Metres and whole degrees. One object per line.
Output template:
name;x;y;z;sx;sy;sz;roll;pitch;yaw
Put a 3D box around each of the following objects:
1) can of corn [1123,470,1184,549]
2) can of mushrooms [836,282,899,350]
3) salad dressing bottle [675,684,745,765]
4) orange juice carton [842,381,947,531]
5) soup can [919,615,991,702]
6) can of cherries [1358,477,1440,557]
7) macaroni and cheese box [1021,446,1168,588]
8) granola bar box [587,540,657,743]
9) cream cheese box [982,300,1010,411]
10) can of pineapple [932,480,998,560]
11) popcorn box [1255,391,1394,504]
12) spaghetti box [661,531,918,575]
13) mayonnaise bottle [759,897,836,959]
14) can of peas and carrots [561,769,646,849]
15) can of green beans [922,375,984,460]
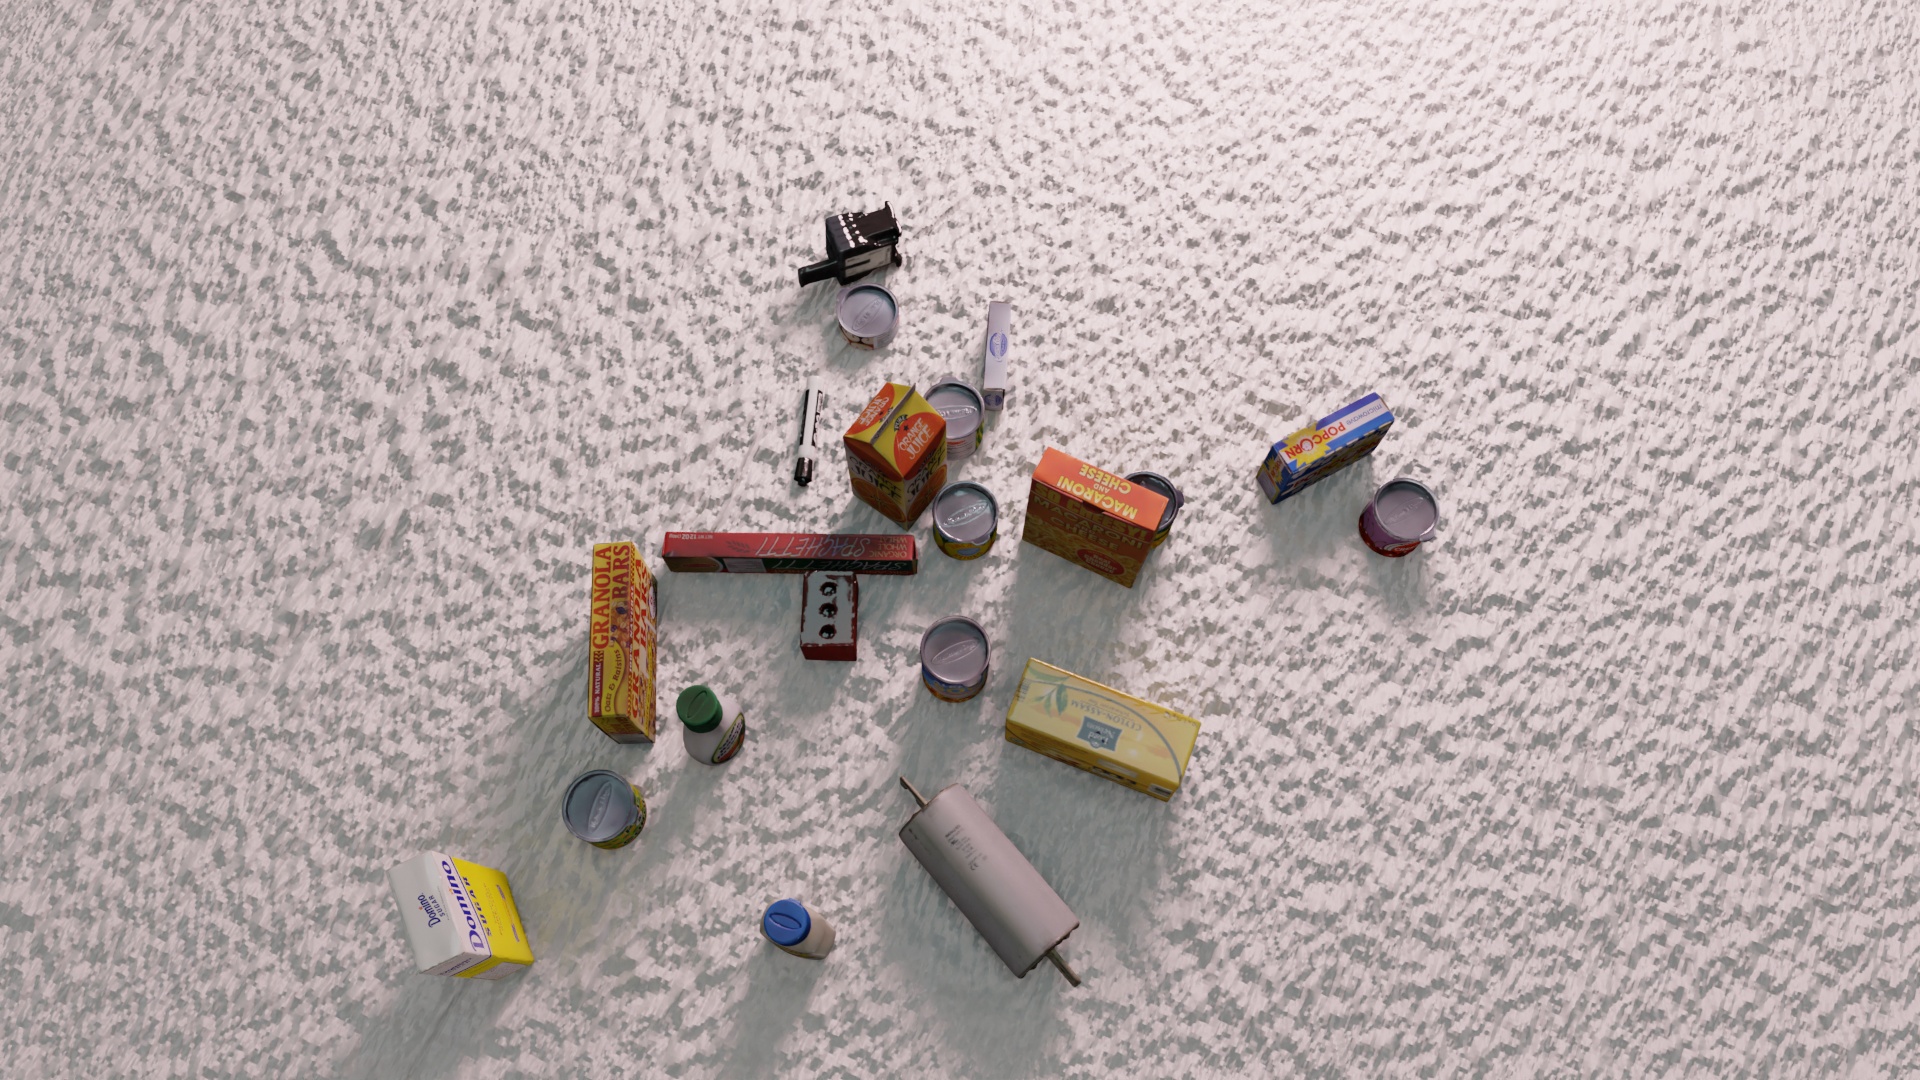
can of corn;0.185;-0.029;1.394;0.071;0.058;0.071;0;70;0
can of mushrooms;-0.100;-0.240;1.482;0.071;0.033;0.071;0;70;-1
salad dressing bottle;-0.230;0.167;1.270;0.044;0.147;0.064;29;73;9
orange juice carton;-0.061;-0.086;1.341;0.073;0.192;0.072;34;74;11
soup can;-0.004;0.117;1.325;0.071;0.083;0.071;0;70;0
can of cherries;0.440;-0.020;1.394;0.071;0.058;0.072;0;70;-1
macaroni and cheese box;0.125;-0.018;1.332;0.124;0.166;0.040;24;72;8
granola bar box;-0.317;0.099;1.307;0.039;0.123;0.166;-3;70;-2
cream cheese box;0.038;-0.193;1.455;0.024;0.053;0.104;4;70;1
can of pineapple;0.005;-0.017;1.388;0.071;0.057;0.071;0;70;-1
popcorn box;0.368;-0.093;1.406;0.127;0.085;0.038;-27;73;-10
spaghetti box;-0.167;0.013;1.379;0.250;0.050;0.029;1;70;0
mayonnaise bottle;-0.145;0.337;1.208;0.065;0.147;0.041;19;71;6
can of peas and carrots;-0.326;0.250;1.286;0.071;0.058;0.071;0;70;0
can of green beans;-0.009;-0.123;1.427;0.071;0.057;0.071;0;70;-1
